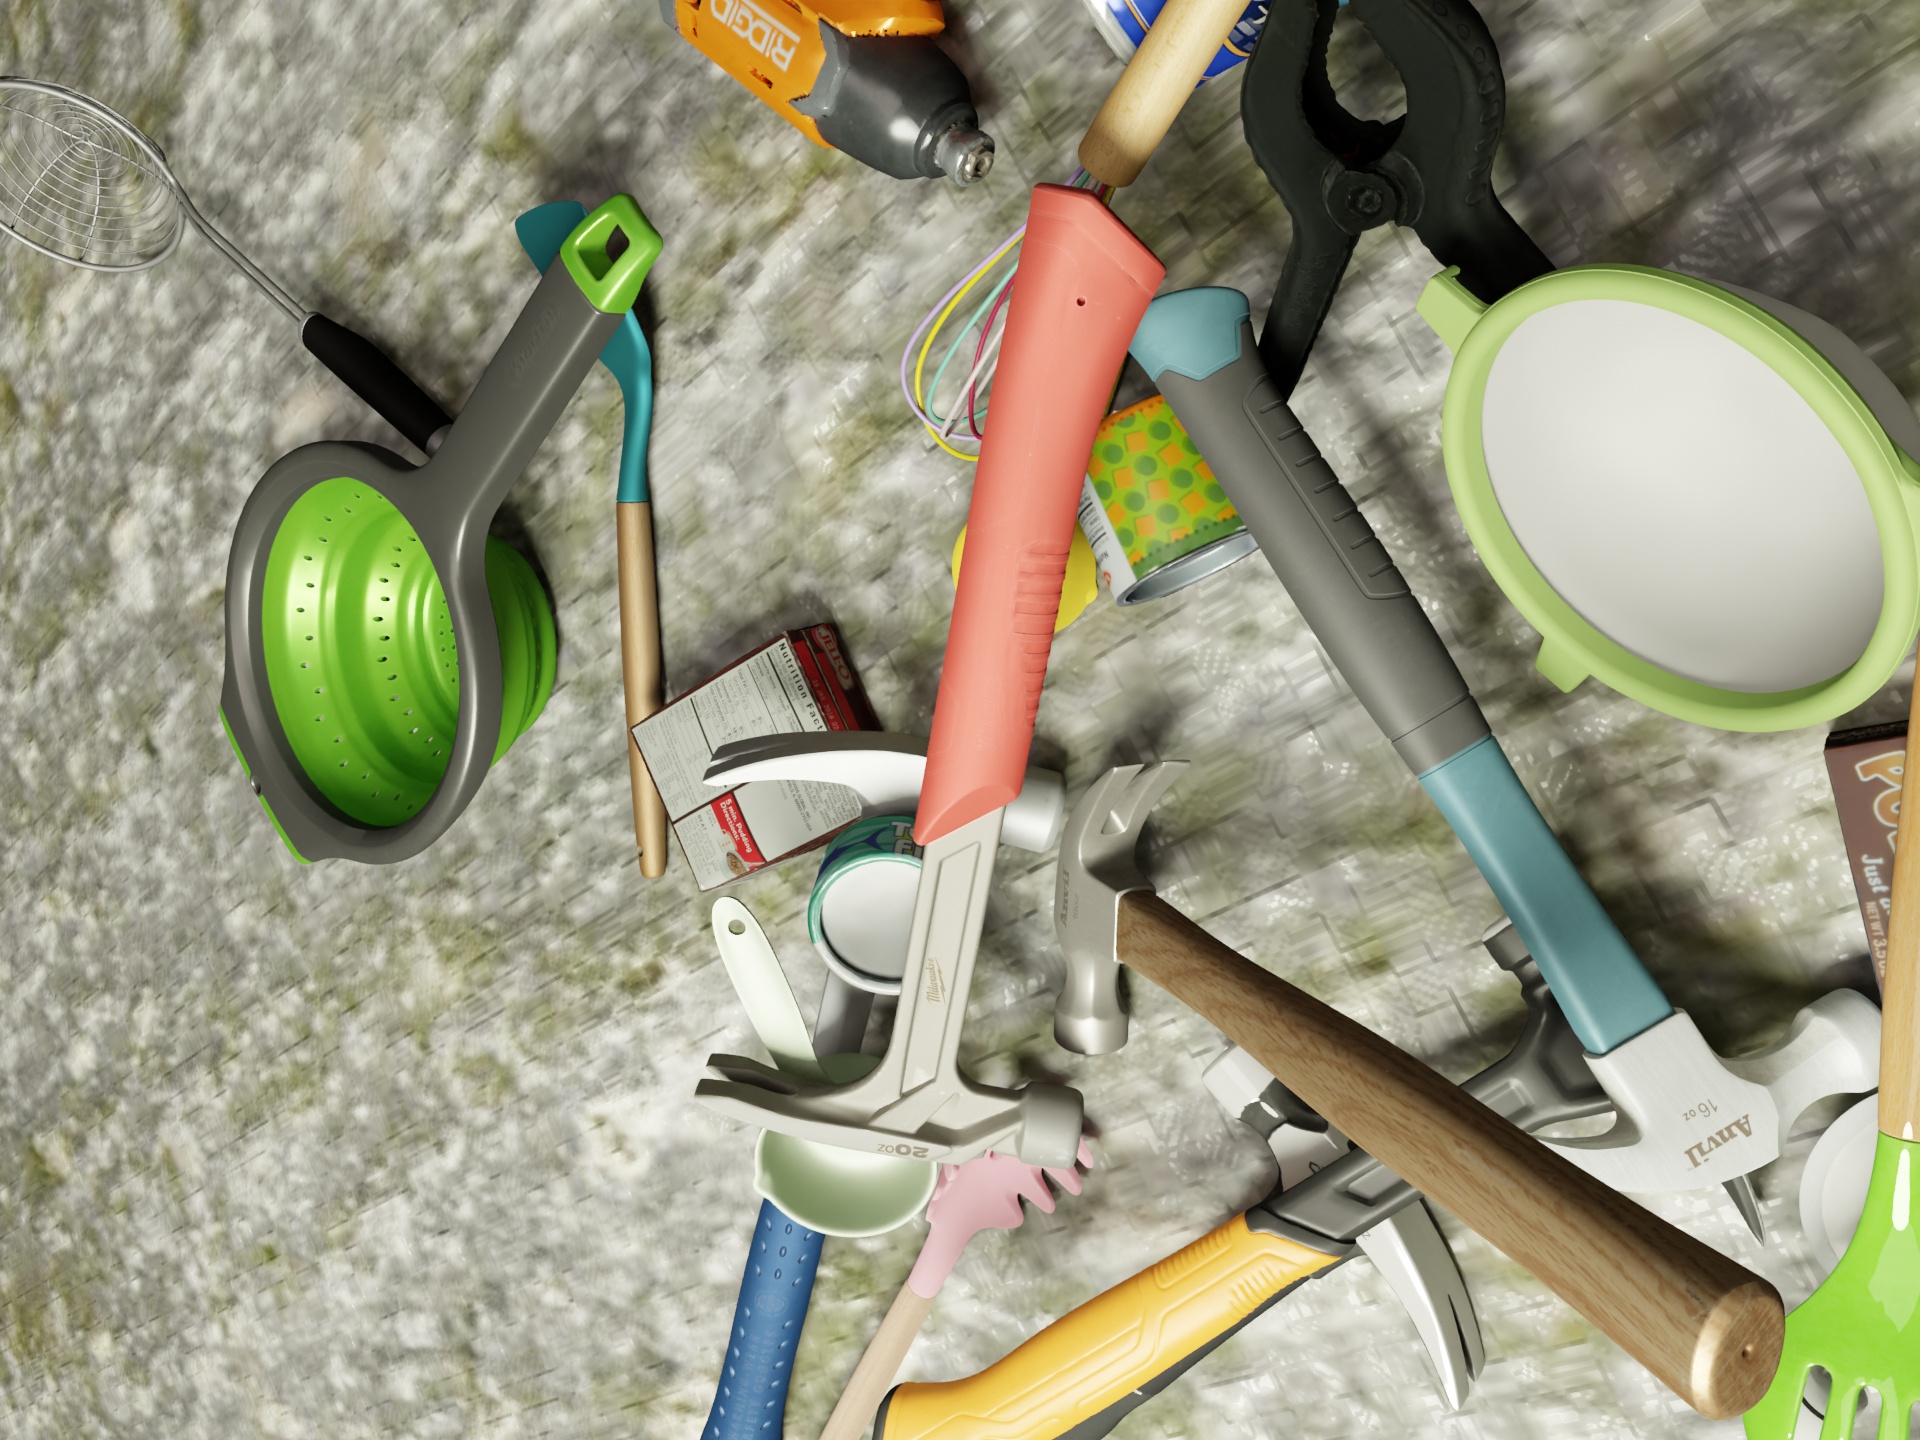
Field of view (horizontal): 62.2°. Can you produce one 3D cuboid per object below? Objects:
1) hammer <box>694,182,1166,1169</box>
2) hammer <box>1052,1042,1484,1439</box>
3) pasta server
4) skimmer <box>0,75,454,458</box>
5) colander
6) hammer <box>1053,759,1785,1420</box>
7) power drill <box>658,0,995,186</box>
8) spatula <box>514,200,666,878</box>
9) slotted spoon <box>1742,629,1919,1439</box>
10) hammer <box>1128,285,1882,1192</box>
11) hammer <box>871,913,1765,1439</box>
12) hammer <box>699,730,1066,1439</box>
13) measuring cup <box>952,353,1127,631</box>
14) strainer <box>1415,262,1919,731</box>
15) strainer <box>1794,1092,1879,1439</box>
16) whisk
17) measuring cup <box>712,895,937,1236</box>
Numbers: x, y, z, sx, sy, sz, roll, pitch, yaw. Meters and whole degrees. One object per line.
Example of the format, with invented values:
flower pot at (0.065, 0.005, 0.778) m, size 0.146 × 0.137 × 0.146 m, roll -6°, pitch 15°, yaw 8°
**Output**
hammer at (-0.001, -0.002, 0.558) m, size 0.149 × 0.037 × 0.359 m, roll 10°, pitch 111°, yaw 1°
hammer at (0.067, 0.282, 0.667) m, size 0.146 × 0.035 × 0.334 m, roll 49°, pitch 121°, yaw 17°
pasta server at (-0.026, 0.282, 0.727) m, size 0.040 × 0.060 × 0.316 m, roll -111°, pitch 40°, yaw -55°
skimmer at (-0.411, -0.229, 0.859) m, size 0.363 × 0.090 × 0.127 m, roll 40°, pitch 150°, yaw 19°
colander at (-0.222, -0.085, 0.751) m, size 0.397 × 0.094 × 0.205 m, roll -44°, pitch 72°, yaw 33°
hammer at (0.111, 0.102, 0.501) m, size 0.331 × 0.031 × 0.130 m, roll -150°, pitch 57°, yaw -63°
power drill at (-0.012, -0.320, 0.585) m, size 0.164 × 0.084 × 0.226 m, roll 44°, pitch 123°, yaw 19°
spatula at (-0.164, -0.077, 0.750) m, size 0.082 × 0.044 × 0.317 m, roll 13°, pitch 109°, yaw 52°
slotted spoon at (0.271, 0.093, 0.455) m, size 0.070 × 0.031 × 0.314 m, roll 6°, pitch 95°, yaw 37°
hammer at (0.153, -0.001, 0.513) m, size 0.128 × 0.033 × 0.331 m, roll -30°, pitch 82°, yaw -2°
hammer at (0.107, 0.202, 0.571) m, size 0.337 × 0.034 × 0.127 m, roll -37°, pitch 75°, yaw 16°
hammer at (-0.072, 0.186, 0.718) m, size 0.144 × 0.035 × 0.405 m, roll 14°, pitch 114°, yaw -2°
measuring cup at (0.036, -0.105, 0.619) m, size 0.062 × 0.029 × 0.156 m, roll 28°, pitch 114°, yaw 27°
strainer at (0.246, -0.067, 0.418) m, size 0.256 × 0.069 × 0.151 m, roll 18°, pitch 141°, yaw 58°
strainer at (0.285, 0.212, 0.508) m, size 0.087 × 0.050 × 0.258 m, roll 23°, pitch 115°, yaw 13°
whisk at (0.043, -0.171, 0.543) m, size 0.245 × 0.051 × 0.047 m, roll -50°, pitch 50°, yaw 51°
measuring cup at (-0.062, 0.137, 0.657) m, size 0.083 × 0.038 × 0.167 m, roll -18°, pitch 109°, yaw 11°
